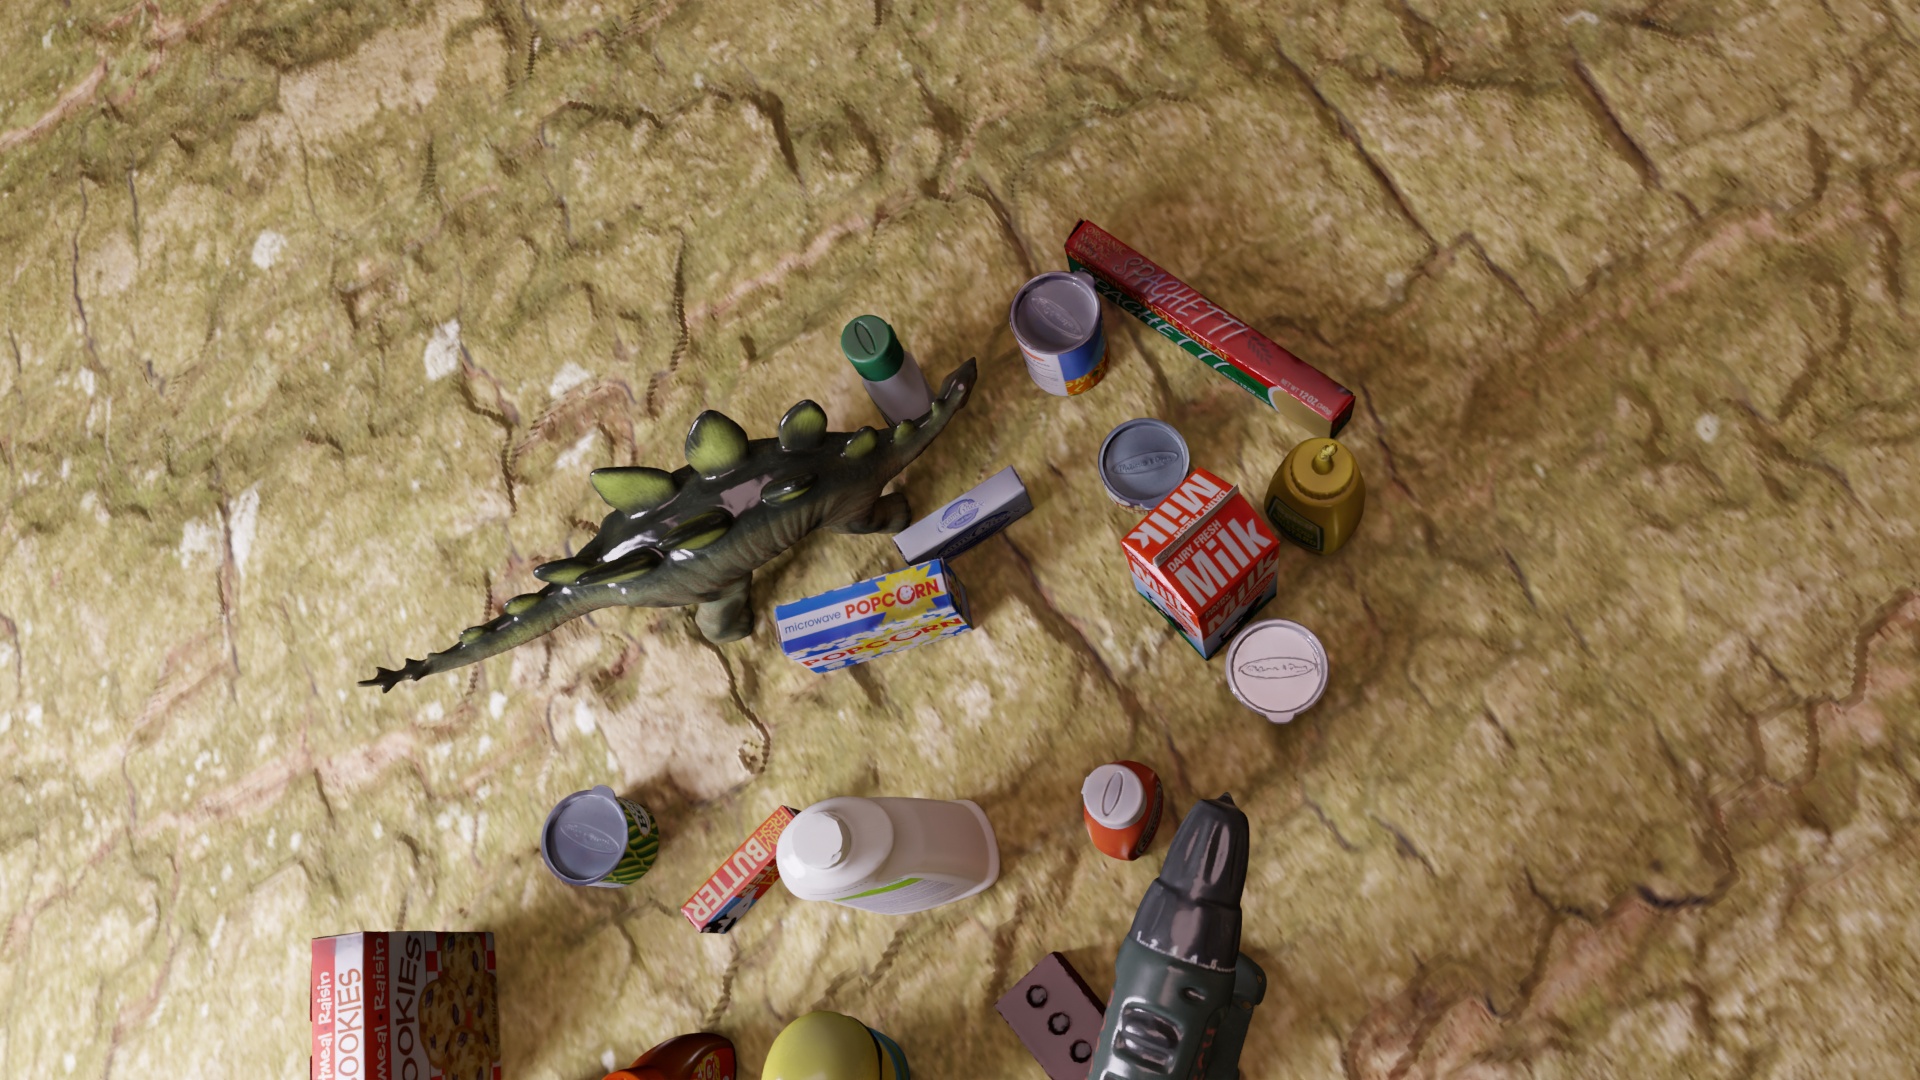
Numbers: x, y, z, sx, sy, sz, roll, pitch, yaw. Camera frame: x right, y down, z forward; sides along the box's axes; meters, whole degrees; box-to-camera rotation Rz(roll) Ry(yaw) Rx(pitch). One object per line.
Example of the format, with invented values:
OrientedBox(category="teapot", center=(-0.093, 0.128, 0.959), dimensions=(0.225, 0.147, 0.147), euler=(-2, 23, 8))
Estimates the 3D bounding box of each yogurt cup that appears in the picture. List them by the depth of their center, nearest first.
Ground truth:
OrientedBox(category="yogurt cup", center=(0.217, 0.091, 0.952), dimensions=(0.072, 0.054, 0.072), euler=(-3, 73, 10))

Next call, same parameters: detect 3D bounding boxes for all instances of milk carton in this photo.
OrientedBox(category="milk carton", center=(0.159, 0.014, 0.914), dimensions=(0.072, 0.190, 0.073), euler=(-43, 71, -3))

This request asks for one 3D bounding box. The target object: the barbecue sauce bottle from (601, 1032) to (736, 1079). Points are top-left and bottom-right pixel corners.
OrientedBox(category="barbecue sauce bottle", center=(-0.191, 0.357, 0.902), dimensions=(0.044, 0.148, 0.065), euler=(7, 75, 13))

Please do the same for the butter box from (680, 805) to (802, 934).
OrientedBox(category="butter box", center=(-0.146, 0.233, 0.982), dimensions=(0.103, 0.053, 0.024), euler=(-46, 71, -4))

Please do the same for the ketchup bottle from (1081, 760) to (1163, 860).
OrientedBox(category="ketchup bottle", center=(0.104, 0.171, 0.900), dimensions=(0.043, 0.148, 0.065), euler=(16, 78, 15))

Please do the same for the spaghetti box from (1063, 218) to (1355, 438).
OrientedBox(category="spaghetti box", center=(0.181, -0.158, 1.036), dimensions=(0.250, 0.050, 0.029), euler=(38, 84, 19))

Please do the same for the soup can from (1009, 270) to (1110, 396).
OrientedBox(category="soup can", center=(0.078, -0.155, 1.038), dimensions=(0.071, 0.083, 0.071), euler=(-3, 73, 10))

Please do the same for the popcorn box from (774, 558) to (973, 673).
OrientedBox(category="popcorn box", center=(-0.061, 0.056, 1.001), dimensions=(0.127, 0.085, 0.038), euler=(-16, 72, 6))

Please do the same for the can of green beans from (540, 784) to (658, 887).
OrientedBox(category="can of green beans", center=(-0.260, 0.217, 1.006), dimensions=(0.071, 0.057, 0.071), euler=(-3, 73, 10))

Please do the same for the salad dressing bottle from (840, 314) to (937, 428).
OrientedBox(category="salad dressing bottle", center=(-0.051, -0.120, 1.019), dimensions=(0.044, 0.147, 0.064), euler=(-28, 71, 3))

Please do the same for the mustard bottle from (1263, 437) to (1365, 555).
OrientedBox(category="mustard bottle", center=(0.238, -0.035, 0.929), dimensions=(0.065, 0.160, 0.049), euler=(37, 84, 19))

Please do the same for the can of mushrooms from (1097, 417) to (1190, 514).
OrientedBox(category="can of mushrooms", center=(0.136, -0.052, 1.022), dimensions=(0.071, 0.033, 0.071), euler=(-3, 73, 10))

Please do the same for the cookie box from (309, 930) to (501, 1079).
OrientedBox(category="cookie box", center=(-0.371, 0.329, 0.937), dimensions=(0.040, 0.167, 0.123), euler=(-12, 72, 8))

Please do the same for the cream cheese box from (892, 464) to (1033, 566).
OrientedBox(category="cream cheese box", center=(0.004, -0.013, 1.026), dimensions=(0.104, 0.053, 0.024), euler=(-32, 71, 1))
